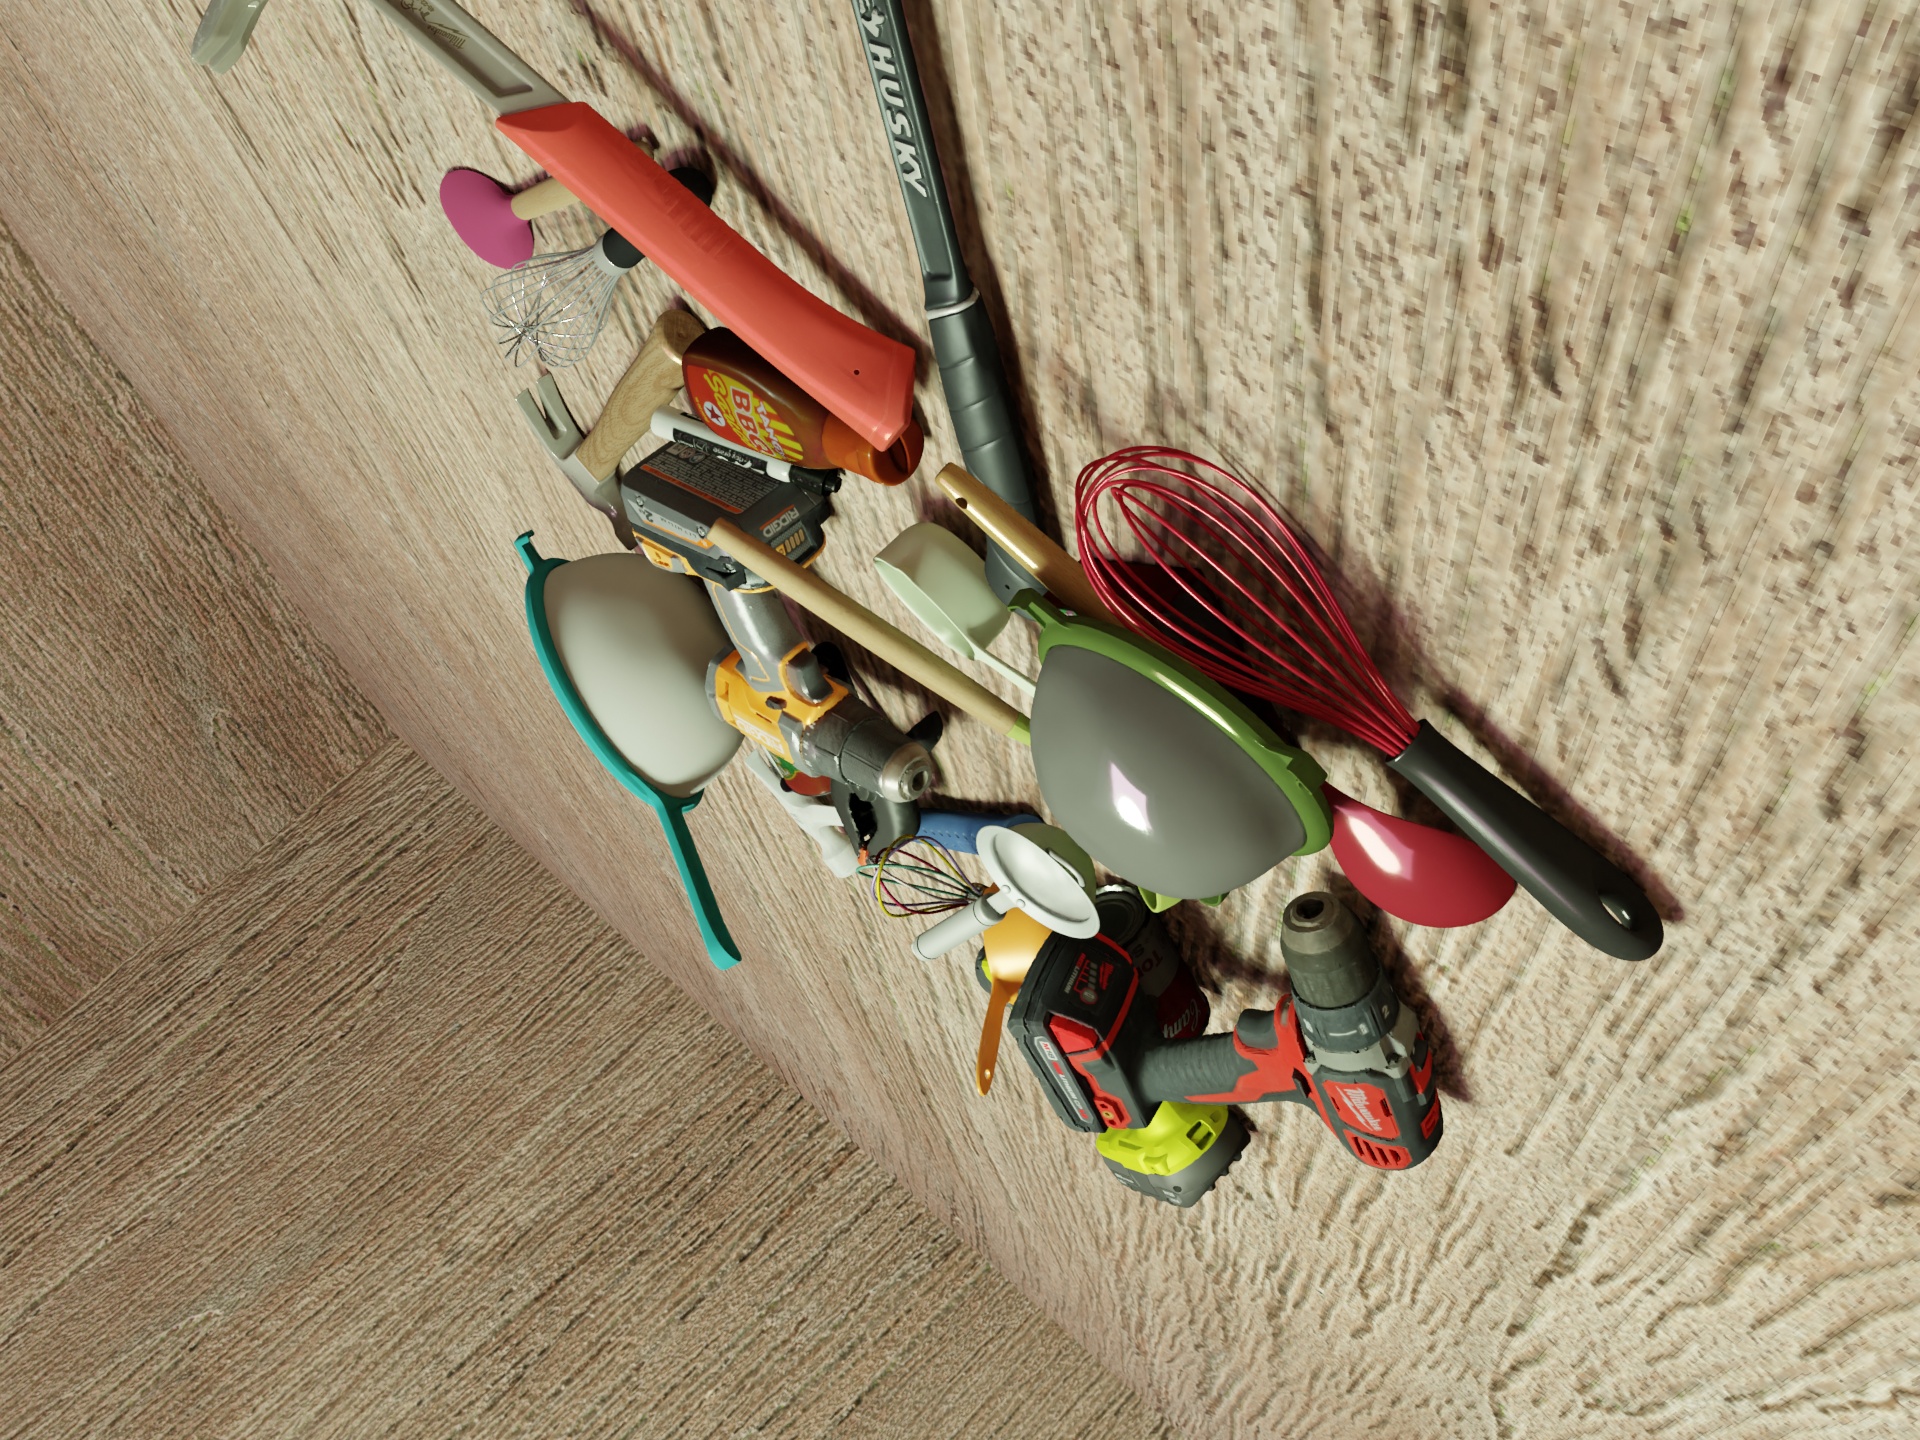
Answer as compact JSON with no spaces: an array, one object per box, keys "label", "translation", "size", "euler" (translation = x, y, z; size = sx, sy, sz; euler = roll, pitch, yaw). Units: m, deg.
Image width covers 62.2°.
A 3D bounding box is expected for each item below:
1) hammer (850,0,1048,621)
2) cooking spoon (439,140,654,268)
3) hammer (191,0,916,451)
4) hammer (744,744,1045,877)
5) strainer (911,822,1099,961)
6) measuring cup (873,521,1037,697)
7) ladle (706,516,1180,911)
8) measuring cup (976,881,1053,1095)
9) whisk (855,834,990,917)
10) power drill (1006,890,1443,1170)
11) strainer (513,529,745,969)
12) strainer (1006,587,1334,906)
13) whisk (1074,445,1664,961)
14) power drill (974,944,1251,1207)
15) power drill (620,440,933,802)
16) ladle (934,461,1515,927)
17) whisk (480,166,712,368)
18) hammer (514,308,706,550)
[{"label":"hammer","translation":[-0.003,-0.182,0.637],"size":[0.149,0.036,0.408],"euler":[30,156,33]},{"label":"cooking spoon","translation":[-0.240,-0.295,0.900],"size":[0.319,0.017,0.068],"euler":[13,144,56]},{"label":"hammer","translation":[-0.169,-0.245,0.727],"size":[0.359,0.149,0.037],"euler":[41,-172,-4]},{"label":"hammer","translation":[-0.052,0.076,1.219],"size":[0.144,0.035,0.405],"euler":[52,159,-17]},{"label":"strainer","translation":[0.021,0.108,0.950],"size":[0.087,0.050,0.258],"euler":[45,148,-2]},{"label":"measuring cup","translation":[0.025,-0.046,0.814],"size":[0.168,0.038,0.083],"euler":[38,171,28]},{"label":"ladle","translation":[-0.001,-0.003,0.838],"size":[0.320,0.062,0.078],"euler":[33,-177,-11]},{"label":"measuring cup","translation":[0.048,0.171,1.033],"size":[0.052,0.174,0.095],"euler":[-13,124,23]},{"label":"whisk","translation":[-0.002,0.120,1.080],"size":[0.244,0.051,0.047],"euler":[31,-136,-62]},{"label":"power drill","translation":[0.143,0.166,0.887],"size":[0.227,0.080,0.187],"euler":[-2,131,34]},{"label":"strainer","translation":[-0.191,0.008,1.133],"size":[0.341,0.095,0.210],"euler":[65,-169,25]},{"label":"strainer","translation":[0.088,0.051,0.718],"size":[0.152,0.069,0.256],"euler":[34,165,26]},{"label":"whisk","translation":[0.161,-0.004,0.629],"size":[0.296,0.073,0.073],"euler":[40,160,0]},{"label":"power drill","translation":[0.104,0.252,1.204],"size":[0.223,0.080,0.171],"euler":[53,158,-10]},{"label":"power drill","translation":[-0.106,-0.053,0.984],"size":[0.185,0.084,0.226],"euler":[28,147,37]},{"label":"ladle","translation":[0.112,-0.005,0.681],"size":[0.315,0.031,0.069],"euler":[39,144,-9]},{"label":"whisk","translation":[-0.199,-0.246,0.865],"size":[0.070,0.070,0.285],"euler":[52,154,-18]},{"label":"hammer","translation":[-0.217,-0.197,1.025],"size":[0.130,0.031,0.331],"euler":[49,159,-11]}]
